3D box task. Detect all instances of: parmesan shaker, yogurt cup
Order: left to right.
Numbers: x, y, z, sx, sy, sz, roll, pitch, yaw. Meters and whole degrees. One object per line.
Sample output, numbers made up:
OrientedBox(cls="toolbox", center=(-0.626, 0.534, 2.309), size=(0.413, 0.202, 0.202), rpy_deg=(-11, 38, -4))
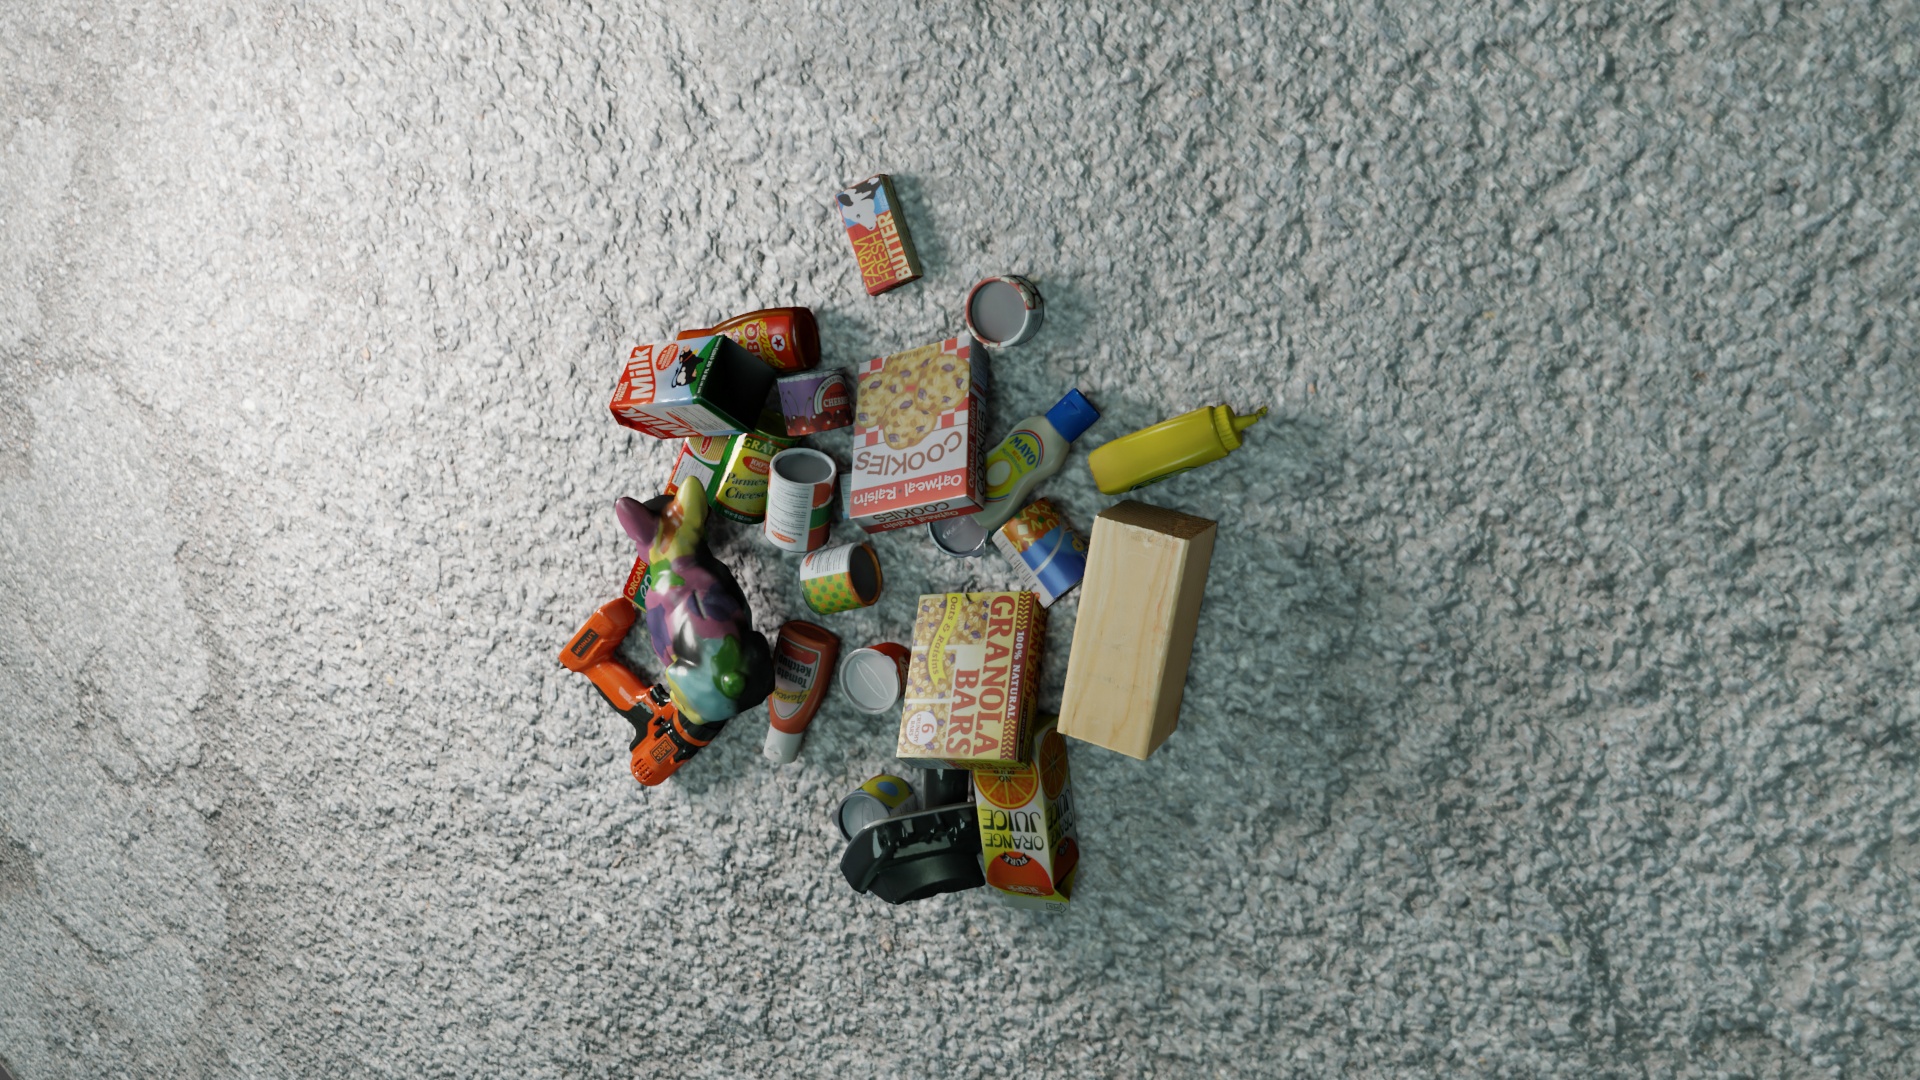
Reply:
OrientedBox(cls="parmesan shaker", center=(-0.206, -0.074, 1.403), size=(0.071, 0.071, 0.102), rpy_deg=(32, 113, 16))
OrientedBox(cls="yogurt cup", center=(-0.080, 0.135, 1.393), size=(0.072, 0.054, 0.072), rpy_deg=(6, 103, 24))

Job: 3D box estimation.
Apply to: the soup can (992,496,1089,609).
OrientedBox(cls="soup can", center=(0.082, 0.009, 1.286), size=(0.071, 0.071, 0.084), rpy_deg=(-41, 82, 26))

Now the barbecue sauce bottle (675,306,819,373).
OrientedBox(cls="barbecue sauce bottle", center=(-0.215, -0.198, 1.392), size=(0.148, 0.044, 0.064), rpy_deg=(0, 107, 26))

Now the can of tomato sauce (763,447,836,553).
OrientedBox(cls="can of tomato sauce", center=(-0.158, -0.041, 1.373), size=(0.071, 0.071, 0.082), rpy_deg=(25, 129, 18))

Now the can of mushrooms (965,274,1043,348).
OrientedBox(cls="can of mushrooms", center=(0.038, -0.212, 1.276), size=(0.071, 0.033, 0.071), rpy_deg=(6, 104, 24))

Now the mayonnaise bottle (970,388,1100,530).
OrientedBox(cls="mayonnaise bottle", center=(0.061, -0.078, 1.271), size=(0.148, 0.041, 0.065), rpy_deg=(-42, 70, 11))

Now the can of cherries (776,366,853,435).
OrientedBox(cls="can of cherries", center=(-0.140, -0.136, 1.356), size=(0.071, 0.072, 0.058), rpy_deg=(-6, 99, 26))

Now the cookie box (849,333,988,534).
OrientedBox(cls="cookie box", center=(-0.037, -0.097, 1.287), size=(0.123, 0.040, 0.168), rpy_deg=(-11, 63, 26))

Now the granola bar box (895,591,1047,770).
OrientedBox(cls="granola bar box", center=(0.012, 0.131, 1.311), size=(0.124, 0.039, 0.166), rpy_deg=(-3, 66, 26))

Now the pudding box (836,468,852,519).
OrientedBox(cls="pudding box", center=(-0.078, -0.048, 1.367), size=(0.083, 0.030, 0.049), rpy_deg=(-4, 98, 26))

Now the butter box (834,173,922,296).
OrientedBox(cls="butter box", center=(-0.077, -0.290, 1.318), size=(0.053, 0.024, 0.103), rpy_deg=(-17, 93, 26))

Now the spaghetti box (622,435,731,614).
OrientedBox(cls="spaghetti box", center=(-0.294, -0.031, 1.472), size=(0.050, 0.029, 0.249), rpy_deg=(33, 113, 15))

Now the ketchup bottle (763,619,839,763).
OrientedBox(cls="ketchup bottle", center=(-0.172, 0.160, 1.448), size=(0.065, 0.044, 0.148), rpy_deg=(22, 110, 19))

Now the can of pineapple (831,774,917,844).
OrientedBox(cls="can of pineapple", center=(-0.087, 0.279, 1.425), size=(0.071, 0.058, 0.071), rpy_deg=(5, 103, 24))

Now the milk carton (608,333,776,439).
OrientedBox(cls="milk carton", center=(-0.280, -0.150, 1.383), size=(0.190, 0.073, 0.072), rpy_deg=(0, 65, 41))

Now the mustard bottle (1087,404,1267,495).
OrientedBox(cls="mustard bottle", center=(0.193, -0.084, 1.215), size=(0.160, 0.065, 0.049), rpy_deg=(-20, 88, 23))

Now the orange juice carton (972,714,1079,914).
OrientedBox(cls="orange juice carton", center=(0.064, 0.269, 1.344), size=(0.072, 0.073, 0.192), rpy_deg=(-3, 100, 26))

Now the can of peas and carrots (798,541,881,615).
OrientedBox(cls="can of peas and carrots", center=(-0.118, 0.040, 1.386), size=(0.058, 0.071, 0.071), rpy_deg=(-12, 96, 26))

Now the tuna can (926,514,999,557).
OrientedBox(cls="tuna can", center=(0.005, -0.017, 1.333), size=(0.071, 0.033, 0.071), rpy_deg=(5, 103, 24))
